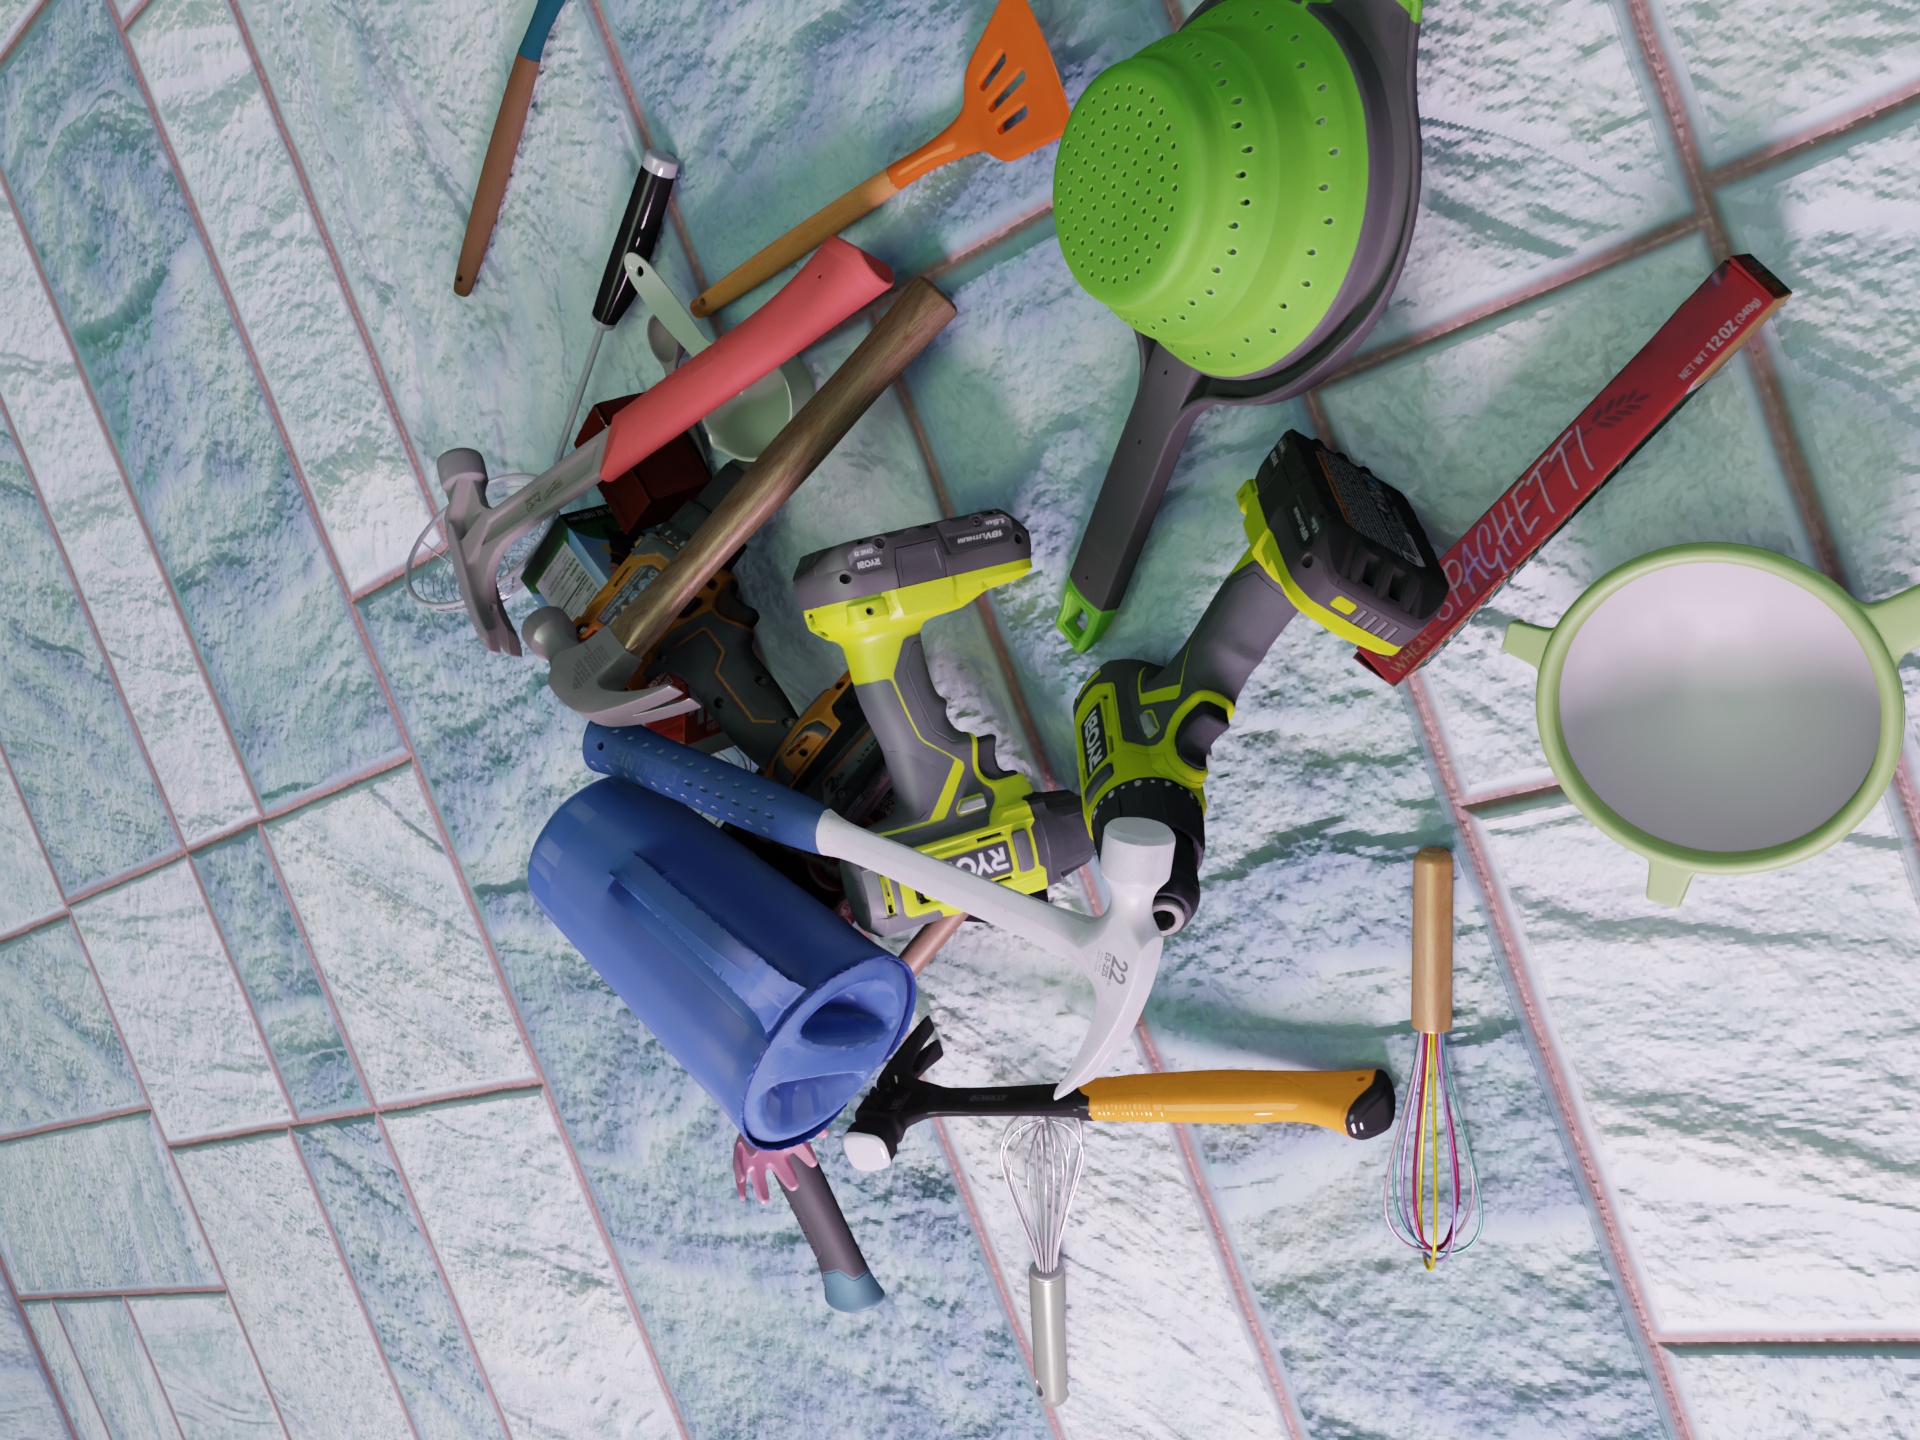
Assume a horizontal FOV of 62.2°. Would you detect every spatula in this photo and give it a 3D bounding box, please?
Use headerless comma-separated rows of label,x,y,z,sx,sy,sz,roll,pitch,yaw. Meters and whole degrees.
spatula,-0.307,-0.424,1.071,0.082,0.044,0.317,40,125,14
spatula,-0.061,-0.309,0.935,0.322,0.041,0.081,-20,94,39

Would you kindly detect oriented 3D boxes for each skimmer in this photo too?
skimmer,-0.292,-0.229,1.096,0.363,0.090,0.127,-61,37,30

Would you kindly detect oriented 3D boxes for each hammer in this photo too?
hammer,-0.123,-0.129,0.943,0.331,0.031,0.130,-47,55,5
hammer,0.097,0.229,0.978,0.337,0.127,0.034,-7,113,27
hammer,-0.188,-0.180,0.992,0.359,0.036,0.149,-28,72,25
hammer,-0.140,0.251,1.088,0.128,0.033,0.331,-26,89,36
hammer,-0.067,0.070,0.868,0.406,0.035,0.144,19,109,36

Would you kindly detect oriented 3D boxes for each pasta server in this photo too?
pasta server,-0.045,0.179,1.013,0.316,0.060,0.040,-51,50,8

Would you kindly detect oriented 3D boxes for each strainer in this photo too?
strainer,0.382,-0.033,0.692,0.256,0.069,0.151,-33,83,37

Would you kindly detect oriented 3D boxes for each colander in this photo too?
colander,0.089,-0.191,0.803,0.205,0.094,0.396,54,139,37

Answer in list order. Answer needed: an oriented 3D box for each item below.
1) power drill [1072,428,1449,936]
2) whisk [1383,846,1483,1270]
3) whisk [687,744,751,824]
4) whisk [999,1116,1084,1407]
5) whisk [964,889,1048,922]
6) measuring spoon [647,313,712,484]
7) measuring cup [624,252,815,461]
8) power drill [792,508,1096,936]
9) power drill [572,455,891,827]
power drill,0.138,-0.015,0.809,0.080,0.191,0.228,26,121,-17
whisk,0.260,0.189,0.871,0.051,0.047,0.245,6,105,35
whisk,-0.232,0.088,1.185,0.284,0.070,0.070,-31,86,43
whisk,0.059,0.364,1.075,0.058,0.059,0.246,-136,39,-63
whisk,-0.074,0.120,1.081,0.296,0.073,0.073,-3,104,30
measuring spoon,-0.182,-0.214,1.073,0.034,0.018,0.124,6,116,48
measuring cup,-0.156,-0.241,1.025,0.168,0.038,0.083,51,126,10
power drill,-0.001,-0.003,0.930,0.080,0.171,0.223,-179,75,-69
power drill,-0.122,-0.049,1.016,0.226,0.084,0.185,36,83,13
